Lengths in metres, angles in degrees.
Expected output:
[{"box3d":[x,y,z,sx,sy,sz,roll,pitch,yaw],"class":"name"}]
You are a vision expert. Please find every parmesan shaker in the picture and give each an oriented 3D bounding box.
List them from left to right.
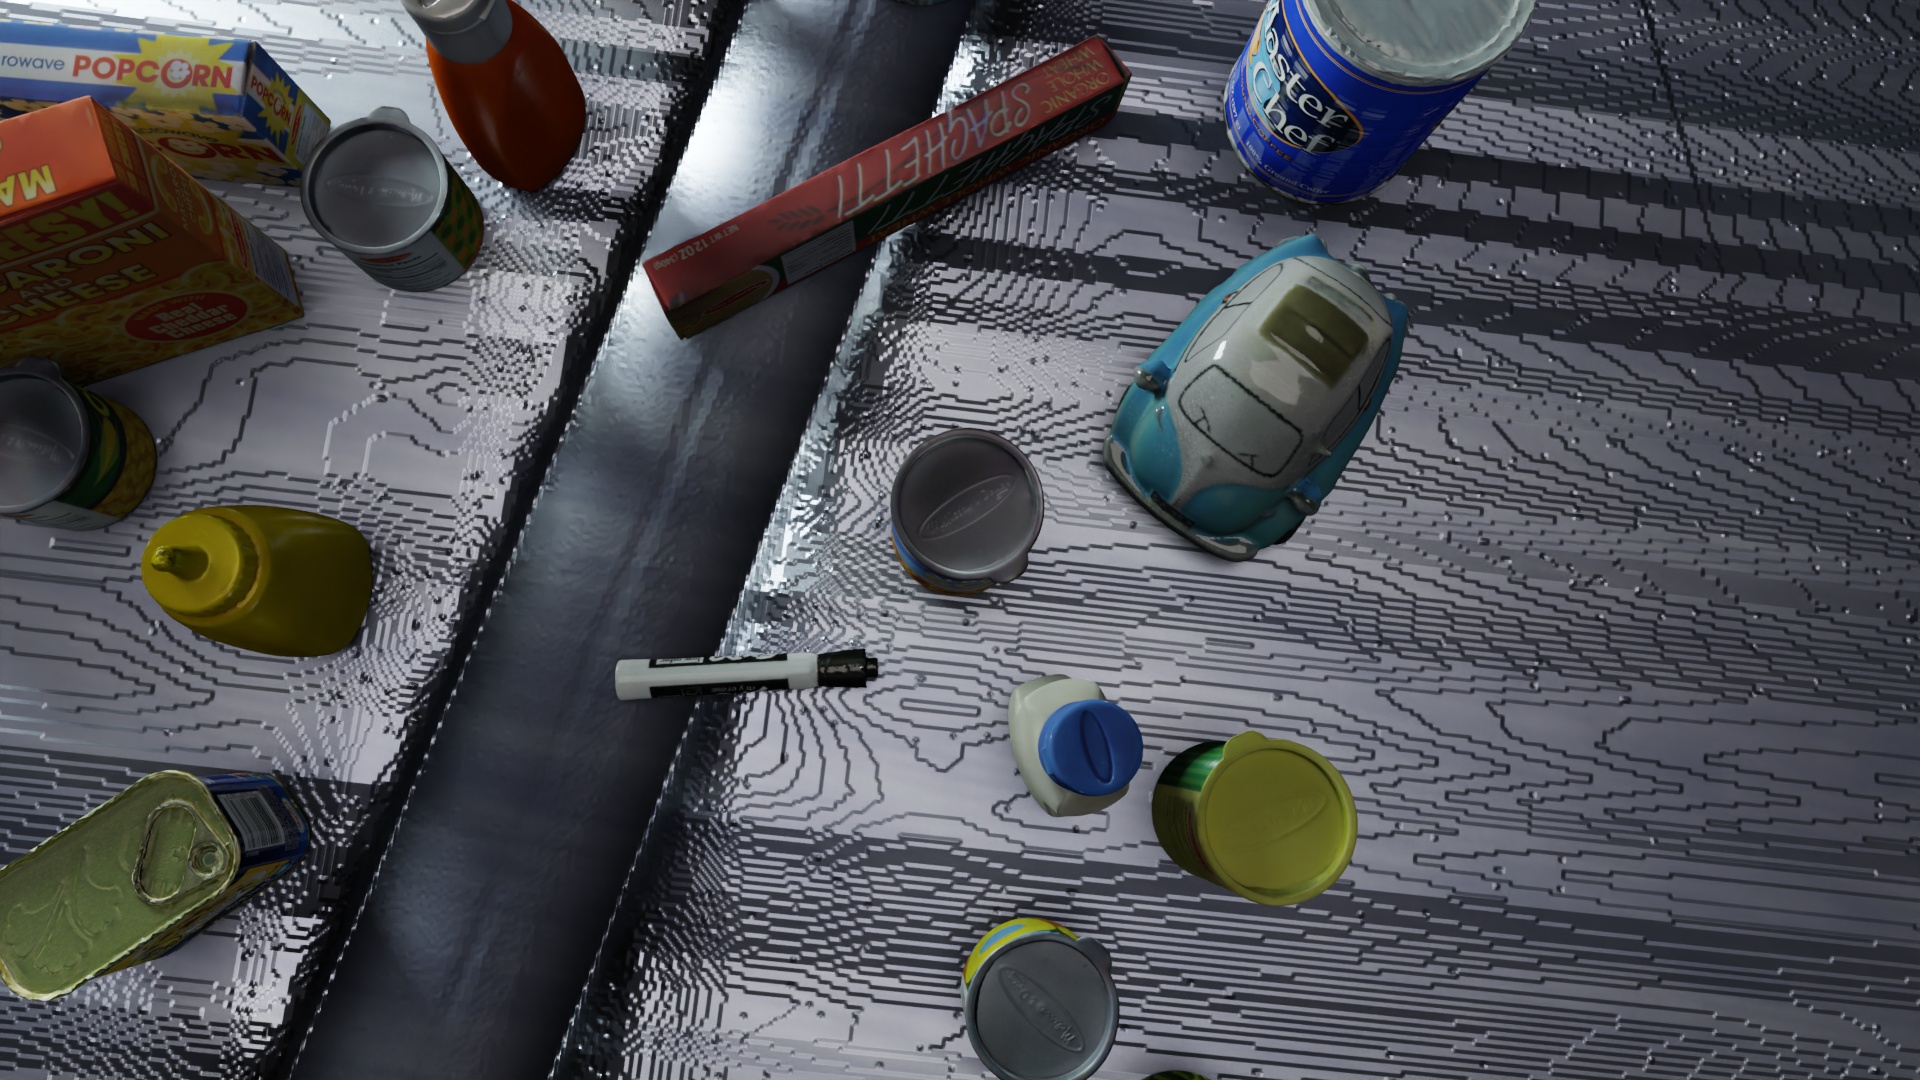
[{"box3d":[0.125,0.118,0.612,0.071,0.103,0.071,0,82,-3],"class":"parmesan shaker"}]

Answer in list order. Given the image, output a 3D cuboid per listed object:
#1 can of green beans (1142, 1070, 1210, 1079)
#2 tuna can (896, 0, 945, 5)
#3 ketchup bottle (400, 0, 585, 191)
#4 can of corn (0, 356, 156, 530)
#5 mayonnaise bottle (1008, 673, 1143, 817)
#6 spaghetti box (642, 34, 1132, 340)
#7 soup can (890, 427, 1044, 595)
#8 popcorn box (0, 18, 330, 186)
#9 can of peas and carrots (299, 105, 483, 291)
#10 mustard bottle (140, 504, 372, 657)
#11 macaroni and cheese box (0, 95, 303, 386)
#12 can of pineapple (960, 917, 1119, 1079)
[{"box3d":[0.101,0.273,0.611,0.071,0.057,0.071,0,82,-3],"class":"can of green beans"},{"box3d":[-0.021,-0.306,0.703,0.071,0.033,0.071,0,82,-3],"class":"tuna can"},{"box3d":[-0.208,-0.212,0.621,0.043,0.148,0.065,24,82,1],"class":"ketchup bottle"},{"box3d":[-0.412,-0.042,0.630,0.071,0.058,0.071,0,82,-3],"class":"can of corn"},{"box3d":[0.048,0.087,0.590,0.041,0.148,0.065,-16,83,-5],"class":"mayonnaise bottle"},{"box3d":[-0.033,-0.171,0.673,0.250,0.050,0.029,-29,84,-7],"class":"spaghetti box"},{"box3d":[0.002,-0.008,0.634,0.071,0.083,0.071,0,82,-3],"class":"soup can"},{"box3d":[-0.374,-0.201,0.642,0.127,0.085,0.038,4,82,-2],"class":"popcorn box"},{"box3d":[-0.266,-0.159,0.655,0.071,0.058,0.071,0,82,-3],"class":"can of peas and carrots"},{"box3d":[-0.295,0.013,0.577,0.049,0.160,0.065,7,82,-2],"class":"mustard bottle"},{"box3d":[-0.377,-0.117,0.589,0.124,0.166,0.040,-20,84,-5],"class":"macaroni and cheese box"},{"box3d":[0.035,0.204,0.617,0.071,0.058,0.071,0,82,-3],"class":"can of pineapple"}]
